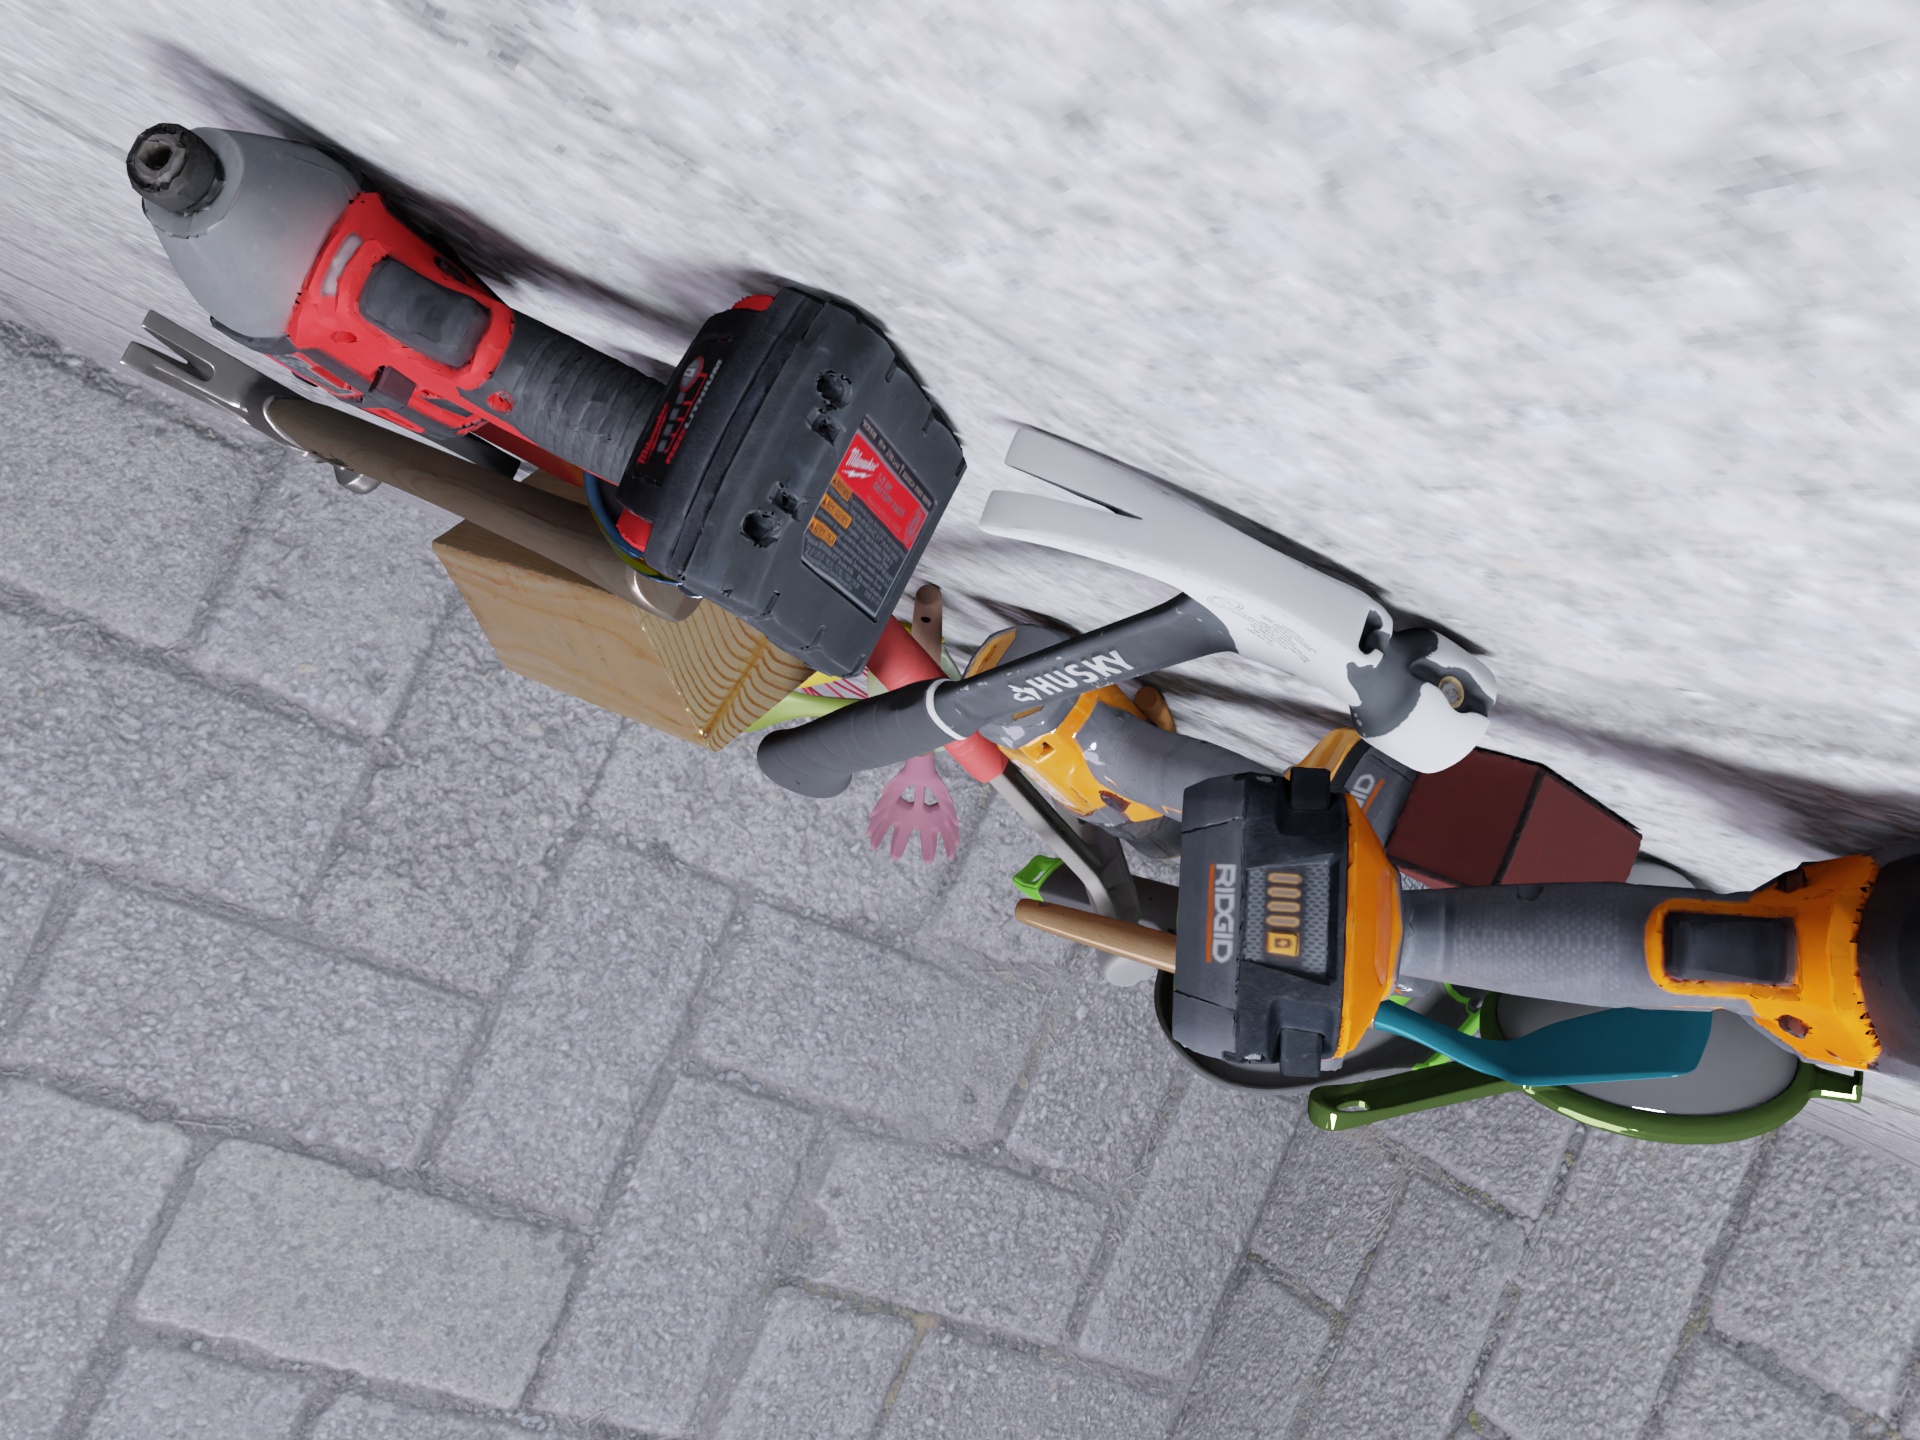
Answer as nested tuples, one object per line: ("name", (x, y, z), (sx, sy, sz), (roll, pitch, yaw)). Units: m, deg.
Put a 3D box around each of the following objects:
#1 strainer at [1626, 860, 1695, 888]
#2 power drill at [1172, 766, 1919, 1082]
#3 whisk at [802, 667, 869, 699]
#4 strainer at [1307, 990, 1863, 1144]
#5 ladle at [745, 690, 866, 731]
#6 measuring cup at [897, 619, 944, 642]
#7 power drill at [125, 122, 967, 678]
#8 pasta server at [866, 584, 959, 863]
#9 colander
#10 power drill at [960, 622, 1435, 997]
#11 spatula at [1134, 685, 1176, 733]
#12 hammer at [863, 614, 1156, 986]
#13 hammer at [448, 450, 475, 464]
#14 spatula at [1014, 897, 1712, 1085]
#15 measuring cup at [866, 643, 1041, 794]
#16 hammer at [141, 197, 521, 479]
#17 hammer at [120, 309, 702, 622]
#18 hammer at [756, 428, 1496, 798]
("strainer", (0.338, 0.103, 0.682), (0.258, 0.050, 0.087), (19, -179, -23))
("power drill", (0.175, 0.061, 0.437), (0.226, 0.084, 0.164), (2, 172, 10))
("whisk", (-0.139, -0.072, 1.147), (0.295, 0.073, 0.073), (33, 172, -36))
("strainer", (0.280, 0.138, 0.750), (0.256, 0.069, 0.152), (-8, -156, -17))
("ladle", (-0.041, -0.012, 1.093), (0.320, 0.078, 0.062), (7, -142, 10))
("measuring cup", (-0.041, -0.066, 0.839), (0.062, 0.029, 0.156), (23, -177, 25))
("power drill", (-0.119, -0.098, 0.448), (0.220, 0.078, 0.143), (26, 177, 17))
("pasta server", (-0.023, 0.011, 0.924), (0.060, 0.040, 0.316), (7, 155, 0))
("colander", (0.145, 0.099, 0.974), (0.397, 0.204, 0.094), (9, 135, 54))
("power drill", (0.124, 0.044, 0.732), (0.226, 0.084, 0.185), (24, 167, 41))
("spatula", (0.118, 0.023, 0.945), (0.081, 0.041, 0.322), (28, 177, 14))
("hammer", (-0.001, -0.003, 0.793), (0.358, 0.036, 0.149), (47, -161, -43))
("hammer", (-0.245, -0.128, 0.996), (0.128, 0.033, 0.331), (46, 162, -30))
("spatula", (0.168, 0.116, 0.731), (0.318, 0.044, 0.082), (12, -159, 27))
("measuring cup", (-0.003, 0.013, 1.036), (0.038, 0.083, 0.167), (-24, 129, 25))
("hammer", (-0.267, -0.169, 0.692), (0.127, 0.034, 0.337), (25, 176, -8))
("hammer", (-0.255, -0.118, 0.740), (0.411, 0.038, 0.146), (23, 175, 43))
("hammer", (0.000, -0.008, 0.591), (0.149, 0.036, 0.409), (28, 162, -19))
